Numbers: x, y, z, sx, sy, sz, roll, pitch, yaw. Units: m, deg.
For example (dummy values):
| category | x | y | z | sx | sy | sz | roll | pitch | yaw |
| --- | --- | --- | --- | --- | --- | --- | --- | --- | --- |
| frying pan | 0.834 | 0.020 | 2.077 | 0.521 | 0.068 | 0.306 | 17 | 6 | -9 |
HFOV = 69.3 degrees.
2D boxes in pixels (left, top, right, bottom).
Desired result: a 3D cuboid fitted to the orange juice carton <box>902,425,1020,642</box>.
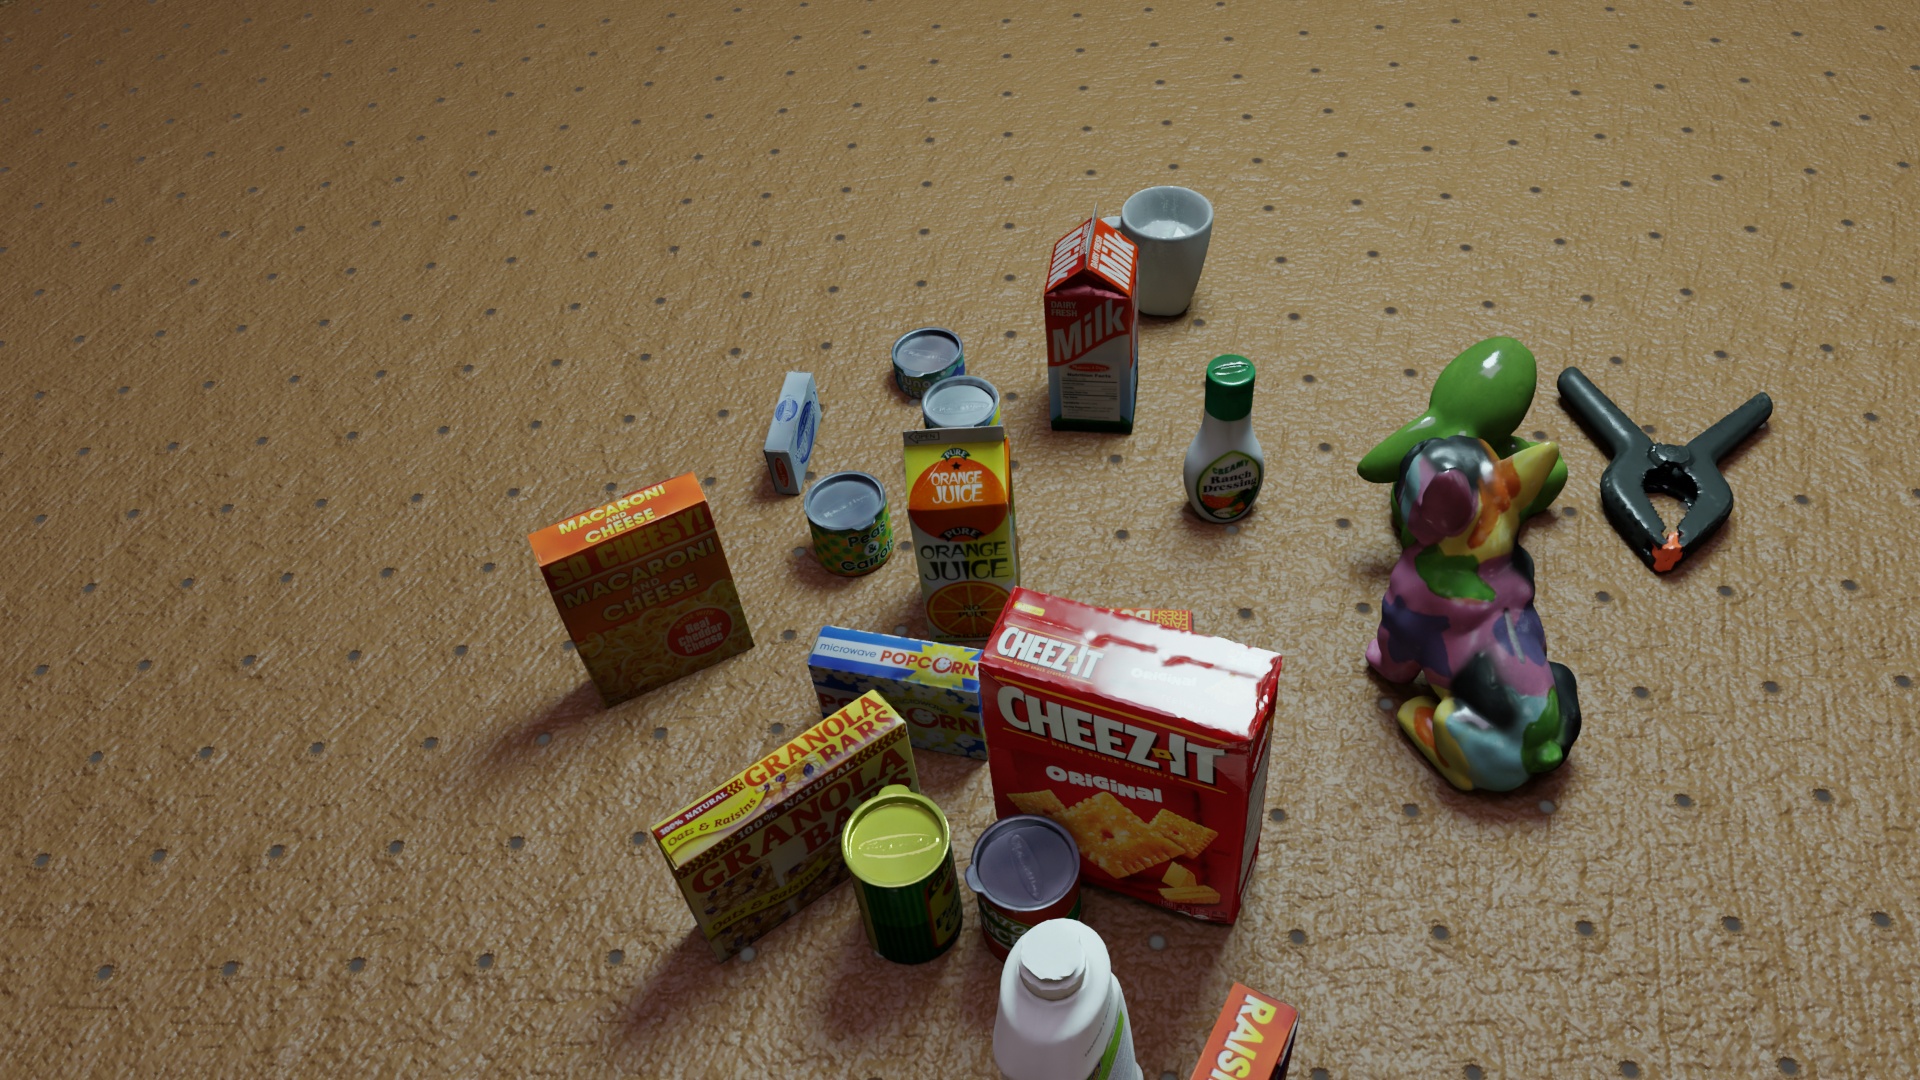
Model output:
| category | x | y | z | sx | sy | sz | roll | pitch | yaw |
| --- | --- | --- | --- | --- | --- | --- | --- | --- | --- |
| orange juice carton | 0.004 | -0.013 | 1.021 | 0.072 | 0.191 | 0.073 | -3 | 47 | 5 |

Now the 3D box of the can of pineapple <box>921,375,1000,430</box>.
| category | x | y | z | sx | sy | sz | roll | pitch | yaw |
| --- | --- | --- | --- | --- | --- | --- | --- | --- | --- |
| can of pineapple | 0.002 | -0.098 | 1.192 | 0.071 | 0.057 | 0.071 | -4 | 47 | 4 |

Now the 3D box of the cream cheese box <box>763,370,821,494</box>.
| category | x | y | z | sx | sy | sz | roll | pitch | yaw |
| --- | --- | --- | --- | --- | --- | --- | --- | --- | --- |
| cream cheese box | -0.145 | -0.094 | 1.210 | 0.024 | 0.053 | 0.104 | 1 | 47 | 9 |

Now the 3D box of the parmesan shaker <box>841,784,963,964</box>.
| category | x | y | z | sx | sy | sz | roll | pitch | yaw |
| --- | --- | --- | --- | --- | --- | --- | --- | --- | --- |
| parmesan shaker | -0.034 | 0.212 | 0.877 | 0.071 | 0.102 | 0.072 | -4 | 47 | 4 |

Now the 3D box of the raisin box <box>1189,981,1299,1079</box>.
| category | x | y | z | sx | sy | sz | roll | pitch | yaw |
| --- | --- | --- | --- | --- | --- | --- | --- | --- | --- |
| raisin box | 0.147 | 0.308 | 0.752 | 0.040 | 0.122 | 0.086 | 20 | 53 | 24 |

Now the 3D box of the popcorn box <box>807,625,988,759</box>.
| category | x | y | z | sx | sy | sz | roll | pitch | yaw |
| --- | --- | --- | --- | --- | --- | --- | --- | --- | --- |
| popcorn box | -0.039 | 0.108 | 0.987 | 0.127 | 0.084 | 0.038 | 8 | 49 | 14 |

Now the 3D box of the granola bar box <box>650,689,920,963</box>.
| category | x | y | z | sx | sy | sz | roll | pitch | yaw |
| --- | --- | --- | --- | --- | --- | --- | --- | --- | --- |
| granola bar box | -0.106 | 0.184 | 0.898 | 0.166 | 0.123 | 0.039 | -31 | 51 | -20 |

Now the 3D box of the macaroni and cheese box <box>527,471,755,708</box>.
| category | x | y | z | sx | sy | sz | roll | pitch | yaw |
| --- | --- | --- | --- | --- | --- | --- | --- | --- | --- |
| macaroni and cheese box | -0.230 | 0.038 | 1.020 | 0.124 | 0.165 | 0.040 | -23 | 49 | -14 |

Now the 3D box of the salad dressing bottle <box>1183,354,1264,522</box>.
| category | x | y | z | sx | sy | sz | roll | pitch | yaw |
| --- | --- | --- | --- | --- | --- | --- | --- | --- | --- |
| salad dressing bottle | 0.208 | -0.079 | 1.088 | 0.064 | 0.146 | 0.044 | -9 | 47 | -1 |

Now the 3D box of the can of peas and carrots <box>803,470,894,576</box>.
| category | x | y | z | sx | sy | sz | roll | pitch | yaw |
| --- | --- | --- | --- | --- | --- | --- | --- | --- | --- |
| can of peas and carrots | -0.088 | -0.012 | 1.123 | 0.071 | 0.058 | 0.071 | -4 | 47 | 4 |

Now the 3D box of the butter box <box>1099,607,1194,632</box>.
| category | x | y | z | sx | sy | sz | roll | pitch | yaw |
| --- | --- | --- | --- | --- | --- | --- | --- | --- | --- |
| butter box | 0.119 | 0.074 | 1.021 | 0.103 | 0.052 | 0.024 | 1 | 48 | 8 |

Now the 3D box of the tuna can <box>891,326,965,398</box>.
| category | x | y | z | sx | sy | sz | roll | pitch | yaw |
| --- | --- | --- | --- | --- | --- | --- | --- | --- | --- |
| tuna can | -0.030 | -0.161 | 1.272 | 0.071 | 0.032 | 0.071 | -3 | 47 | 4 |

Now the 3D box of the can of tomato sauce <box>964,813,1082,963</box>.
| category | x | y | z | sx | sy | sz | roll | pitch | yaw |
| --- | --- | --- | --- | --- | --- | --- | --- | --- | --- |
| can of tomato sauce | 0.041 | 0.223 | 0.871 | 0.071 | 0.082 | 0.071 | -4 | 47 | 4 |

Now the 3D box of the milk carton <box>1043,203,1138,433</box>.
| category | x | y | z | sx | sy | sz | roll | pitch | yaw |
| --- | --- | --- | --- | --- | --- | --- | --- | --- | --- |
| milk carton | 0.112 | -0.184 | 1.169 | 0.073 | 0.189 | 0.073 | 3 | 48 | 10 |
